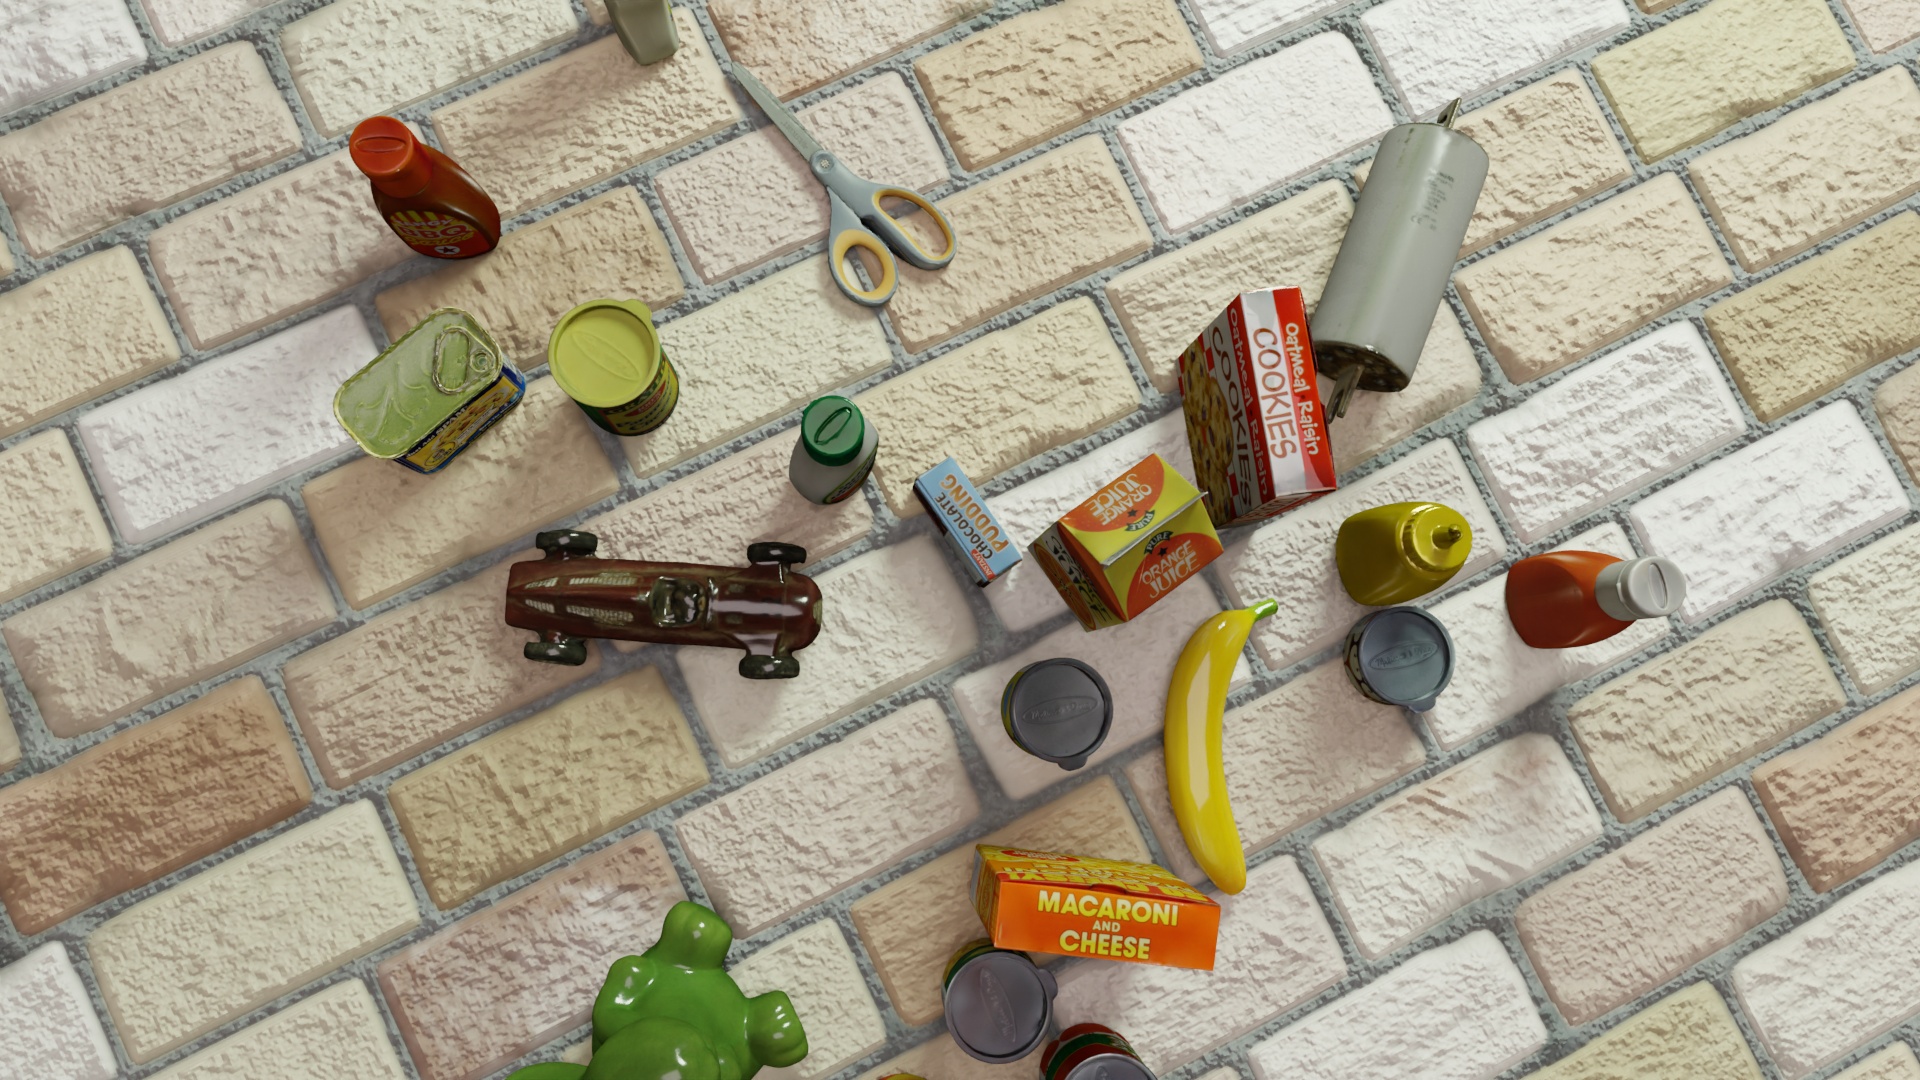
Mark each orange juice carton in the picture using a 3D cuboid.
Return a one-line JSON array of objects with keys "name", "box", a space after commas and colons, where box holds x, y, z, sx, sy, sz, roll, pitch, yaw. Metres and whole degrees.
[{"name": "orange juice carton", "box": [0.099, 0.004, 0.843, 0.072, 0.192, 0.073, -34, 87, -7]}]

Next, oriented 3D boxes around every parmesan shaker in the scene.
[{"name": "parmesan shaker", "box": [-0.214, -0.108, 0.878, 0.071, 0.103, 0.071, 0, 83, -4]}]

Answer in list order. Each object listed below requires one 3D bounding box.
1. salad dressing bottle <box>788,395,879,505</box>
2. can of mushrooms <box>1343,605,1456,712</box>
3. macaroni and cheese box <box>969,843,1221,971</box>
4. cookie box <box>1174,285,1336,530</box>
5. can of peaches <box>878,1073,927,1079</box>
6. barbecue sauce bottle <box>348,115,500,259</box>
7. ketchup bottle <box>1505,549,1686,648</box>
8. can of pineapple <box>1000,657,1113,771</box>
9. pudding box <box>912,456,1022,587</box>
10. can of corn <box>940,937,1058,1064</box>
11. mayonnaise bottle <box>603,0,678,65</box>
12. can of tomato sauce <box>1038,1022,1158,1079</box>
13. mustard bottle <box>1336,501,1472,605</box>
[{"name": "salad dressing bottle", "box": [-0.078, -0.057, 0.860, 0.044, 0.147, 0.064, 44, 83, 1]}, {"name": "can of mushrooms", "box": [0.293, 0.080, 0.928, 0.071, 0.033, 0.071, 1, 83, -4]}, {"name": "macaroni and cheese box", "box": [0.073, 0.215, 0.828, 0.124, 0.166, 0.040, 7, 83, -3]}, {"name": "cookie box", "box": [0.182, -0.077, 0.872, 0.040, 0.167, 0.123, -9, 84, -5]}, {"name": "can of peaches", "box": [-0.033, 0.370, 0.856, 0.071, 0.058, 0.071, 0, 83, -4]}, {"name": "barbecue sauce bottle", "box": [-0.334, -0.217, 0.860, 0.065, 0.148, 0.043, -3, 84, -4]}, {"name": "ketchup bottle", "box": [0.401, 0.035, 0.884, 0.043, 0.148, 0.065, -10, 84, -5]}, {"name": "can of pineapple", "box": [0.061, 0.111, 0.895, 0.071, 0.058, 0.071, 0, 83, -4]}, {"name": "pudding box", "box": [0.003, -0.011, 0.910, 0.030, 0.049, 0.084, -35, 87, -7]}, {"name": "can of corn", "box": [0.024, 0.285, 0.871, 0.071, 0.058, 0.071, 0, 83, -4]}, {"name": "mayonnaise bottle", "box": [-0.213, -0.364, 0.887, 0.041, 0.148, 0.065, -24, 86, -6]}, {"name": "can of tomato sauce", "box": [0.087, 0.339, 0.856, 0.071, 0.083, 0.071, 0, 83, -4]}, {"name": "mustard bottle", "box": [0.283, 0.005, 0.873, 0.049, 0.160, 0.065, -9, 84, -5]}]
